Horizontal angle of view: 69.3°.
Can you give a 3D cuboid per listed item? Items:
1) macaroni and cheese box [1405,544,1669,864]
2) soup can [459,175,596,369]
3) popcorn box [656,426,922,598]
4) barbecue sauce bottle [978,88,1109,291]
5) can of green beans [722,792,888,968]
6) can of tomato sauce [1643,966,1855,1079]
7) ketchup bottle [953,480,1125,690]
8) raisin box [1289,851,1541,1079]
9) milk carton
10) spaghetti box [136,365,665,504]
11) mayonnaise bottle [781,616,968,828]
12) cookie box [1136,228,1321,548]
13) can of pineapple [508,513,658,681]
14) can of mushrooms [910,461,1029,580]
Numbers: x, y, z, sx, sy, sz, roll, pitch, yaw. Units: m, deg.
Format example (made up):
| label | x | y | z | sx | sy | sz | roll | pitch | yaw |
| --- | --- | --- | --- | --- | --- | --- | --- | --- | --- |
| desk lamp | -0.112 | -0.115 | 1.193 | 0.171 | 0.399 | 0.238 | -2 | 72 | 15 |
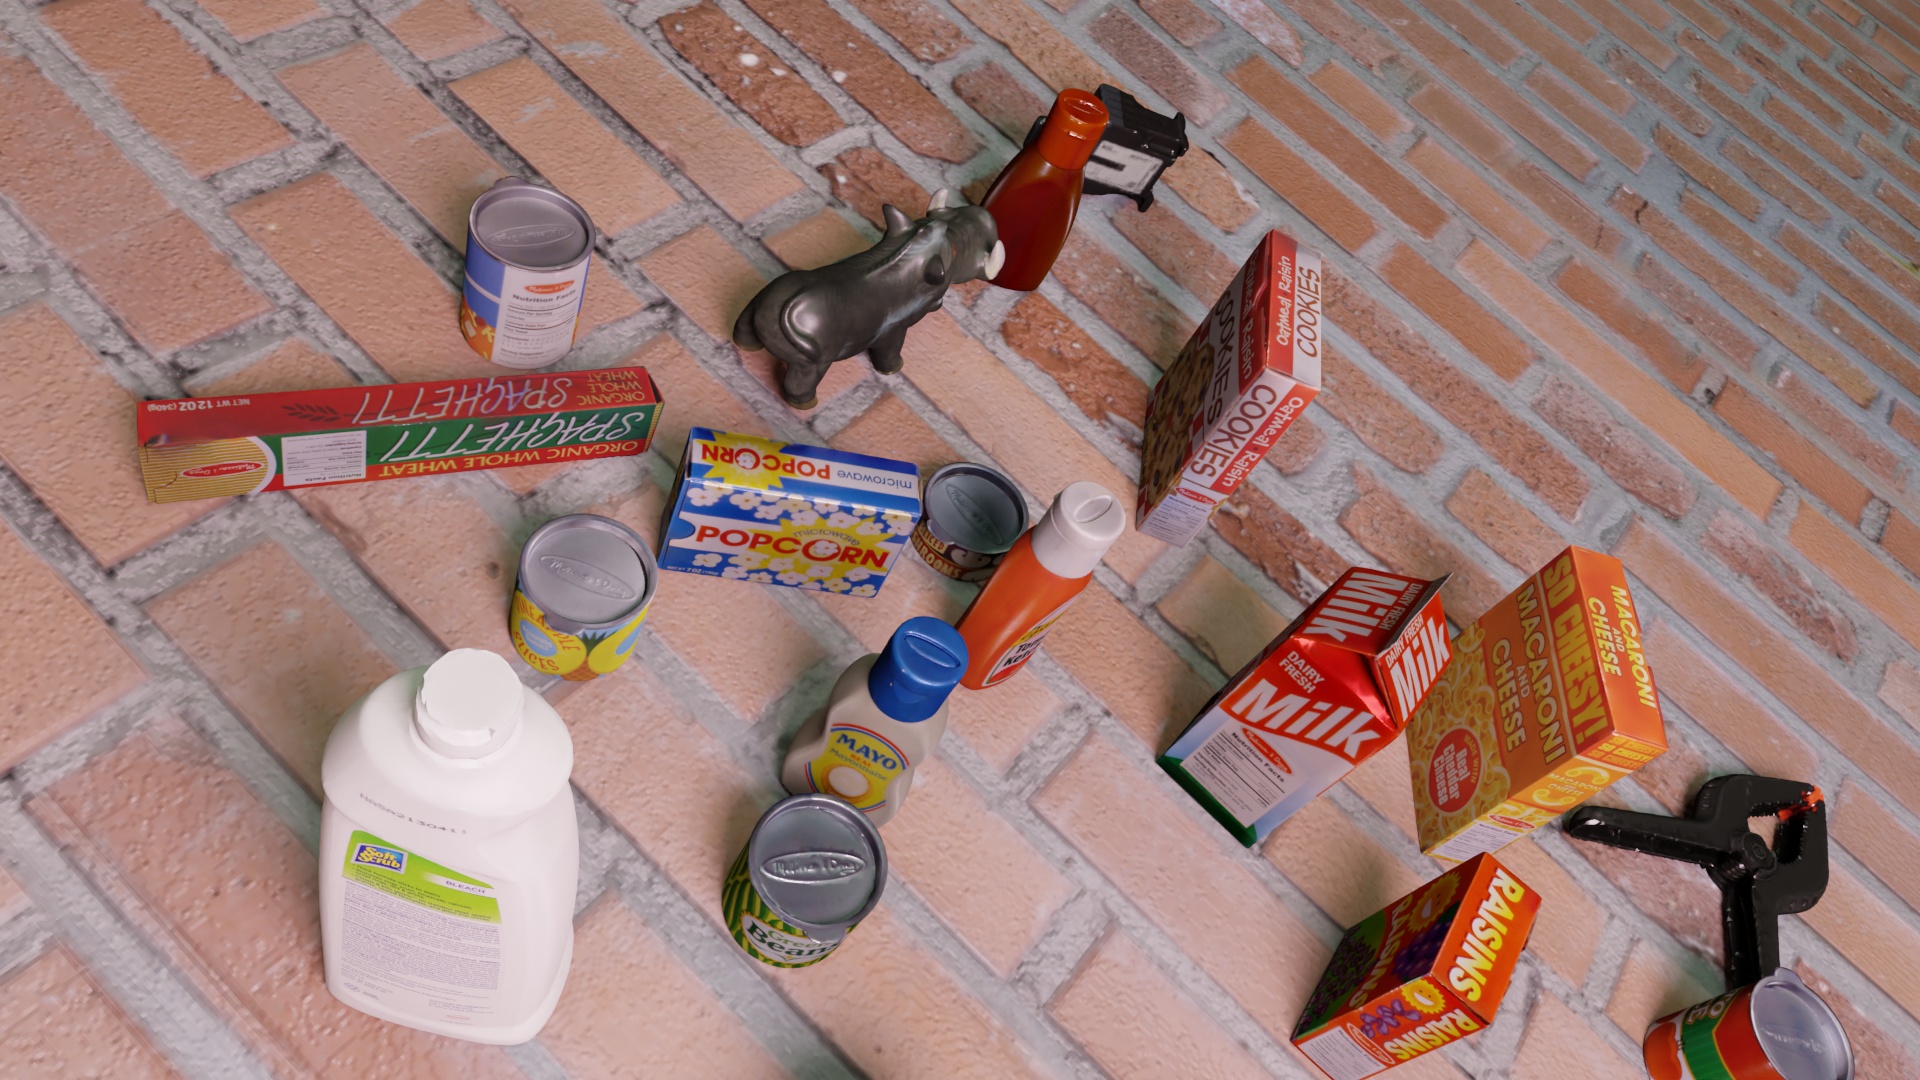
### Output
| label | x | y | z | sx | sy | sz | roll | pitch | yaw |
| --- | --- | --- | --- | --- | --- | --- | --- | --- | --- |
| macaroni and cheese box | 0.326 | 0.099 | 0.807 | 0.040 | 0.165 | 0.124 | 16 | 52 | -13 |
| soup can | -0.245 | -0.149 | 0.781 | 0.071 | 0.083 | 0.072 | 12 | 53 | -16 |
| popcorn box | -0.093 | -0.013 | 0.751 | 0.127 | 0.084 | 0.038 | 9 | 54 | -19 |
| barbecue sauce bottle | 0.053 | -0.234 | 0.934 | 0.065 | 0.147 | 0.044 | 17 | 52 | -13 |
| can of green beans | -0.074 | 0.161 | 0.653 | 0.071 | 0.057 | 0.071 | 12 | 53 | -16 |
| can of tomato sauce | 0.438 | 0.286 | 0.777 | 0.071 | 0.082 | 0.071 | 12 | 53 | -16 |
| ketchup bottle | 0.040 | 0.024 | 0.743 | 0.065 | 0.148 | 0.043 | -32 | 74 | -37 |
| raisin box | 0.230 | 0.220 | 0.705 | 0.040 | 0.122 | 0.086 | 41 | 50 | 7 |
| milk carton | 0.191 | 0.083 | 0.741 | 0.073 | 0.189 | 0.073 | 44 | 51 | 9 |
| spaghetti box | -0.281 | -0.057 | 0.720 | 0.251 | 0.050 | 0.029 | -9 | 61 | -29 |
| mayonnaise bottle | -0.039 | 0.088 | 0.662 | 0.065 | 0.147 | 0.041 | 29 | 50 | -3 |
| cookie box | 0.166 | -0.093 | 0.871 | 0.040 | 0.166 | 0.123 | 20 | 51 | -11 |
| can of pineapple | -0.191 | 0.030 | 0.694 | 0.071 | 0.057 | 0.071 | 12 | 53 | -16 |
| can of mushrooms | 0.003 | -0.010 | 0.826 | 0.071 | 0.033 | 0.071 | 12 | 53 | -16 |
